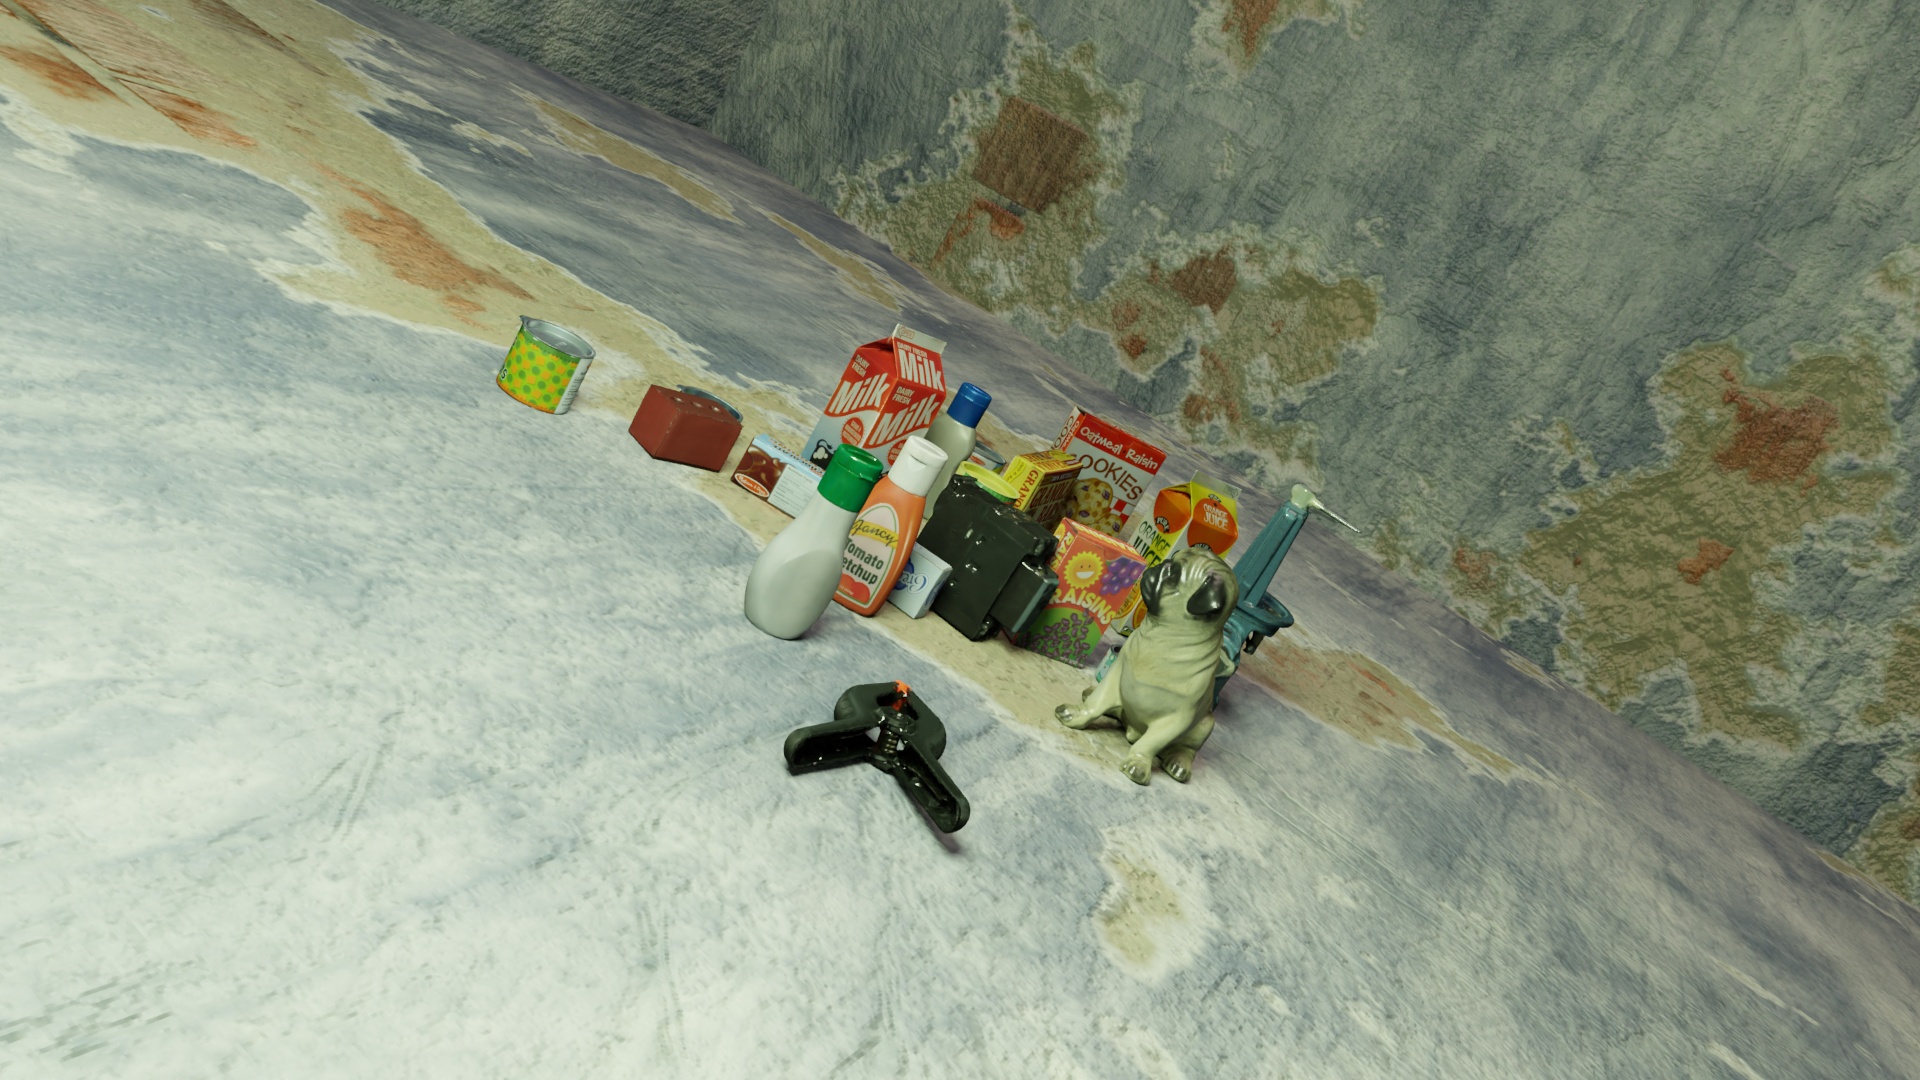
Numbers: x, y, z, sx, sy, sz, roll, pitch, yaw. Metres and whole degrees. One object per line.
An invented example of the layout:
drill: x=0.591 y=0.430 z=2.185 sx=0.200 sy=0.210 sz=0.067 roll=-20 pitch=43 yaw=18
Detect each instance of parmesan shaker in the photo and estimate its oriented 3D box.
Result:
parmesan shaker: x=0.005 y=-0.017 z=1.358 sx=0.071 sy=0.102 sz=0.071 roll=28 pitch=15 yaw=-8

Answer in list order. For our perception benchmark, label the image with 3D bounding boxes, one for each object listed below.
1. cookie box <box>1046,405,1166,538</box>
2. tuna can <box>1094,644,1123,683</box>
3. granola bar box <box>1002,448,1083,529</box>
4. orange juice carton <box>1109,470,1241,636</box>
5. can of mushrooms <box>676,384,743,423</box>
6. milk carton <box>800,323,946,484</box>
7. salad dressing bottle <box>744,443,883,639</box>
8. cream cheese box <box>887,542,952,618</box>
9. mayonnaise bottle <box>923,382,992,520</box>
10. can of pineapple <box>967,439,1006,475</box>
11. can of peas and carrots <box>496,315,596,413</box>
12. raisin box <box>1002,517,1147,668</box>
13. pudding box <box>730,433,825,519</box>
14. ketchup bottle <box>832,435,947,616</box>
cookie box: x=0.149 y=-0.059 z=1.639 sx=0.123 sy=0.167 sz=0.040 roll=23 pitch=16 yaw=-25
tuna can: x=0.165 y=0.132 z=1.315 sx=0.071 sy=0.032 sz=0.071 roll=28 pitch=15 yaw=-8
granola bar box: x=0.068 y=-0.034 z=1.492 sx=0.039 sy=0.124 sz=0.166 roll=34 pitch=15 yaw=13
orange juice carton: x=0.230 y=0.015 z=1.504 sx=0.072 sy=0.192 sz=0.073 roll=21 pitch=17 yaw=-31
can of mushrooms: x=-0.250 y=-0.121 z=1.348 sx=0.071 sy=0.033 sz=0.071 roll=28 pitch=15 yaw=-8
milk carton: x=-0.082 y=-0.119 z=1.356 sx=0.072 sy=0.190 sz=0.073 roll=14 pitch=22 yaw=-48
salad dressing bottle: x=-0.105 y=0.000 z=1.011 sx=0.064 sy=0.147 sz=0.044 roll=19 pitch=18 yaw=-37
cream cheese box: x=-0.063 y=0.018 z=1.213 sx=0.104 sy=0.053 sz=0.024 roll=35 pitch=15 yaw=16
mayonnaise bottle: x=-0.017 y=-0.098 z=1.490 sx=0.065 sy=0.147 sz=0.041 roll=33 pitch=15 yaw=9
can of pineapple: x=0.014 y=-0.087 z=1.684 sx=0.071 sy=0.057 sz=0.071 roll=28 pitch=15 yaw=-8
can of peas and carrots: x=-0.358 y=-0.150 z=1.192 sx=0.071 sy=0.058 sz=0.071 roll=28 pitch=15 yaw=-8
raisin box: x=0.104 y=0.050 z=1.291 sx=0.086 sy=0.123 sz=0.040 roll=23 pitch=16 yaw=-27
pudding box: x=-0.162 y=-0.057 z=1.275 sx=0.084 sy=0.049 sz=0.030 roll=31 pitch=15 yaw=2
ketchup bottle: x=-0.061 y=-0.014 z=1.138 sx=0.065 sy=0.148 sz=0.043 roll=32 pitch=15 yaw=6
